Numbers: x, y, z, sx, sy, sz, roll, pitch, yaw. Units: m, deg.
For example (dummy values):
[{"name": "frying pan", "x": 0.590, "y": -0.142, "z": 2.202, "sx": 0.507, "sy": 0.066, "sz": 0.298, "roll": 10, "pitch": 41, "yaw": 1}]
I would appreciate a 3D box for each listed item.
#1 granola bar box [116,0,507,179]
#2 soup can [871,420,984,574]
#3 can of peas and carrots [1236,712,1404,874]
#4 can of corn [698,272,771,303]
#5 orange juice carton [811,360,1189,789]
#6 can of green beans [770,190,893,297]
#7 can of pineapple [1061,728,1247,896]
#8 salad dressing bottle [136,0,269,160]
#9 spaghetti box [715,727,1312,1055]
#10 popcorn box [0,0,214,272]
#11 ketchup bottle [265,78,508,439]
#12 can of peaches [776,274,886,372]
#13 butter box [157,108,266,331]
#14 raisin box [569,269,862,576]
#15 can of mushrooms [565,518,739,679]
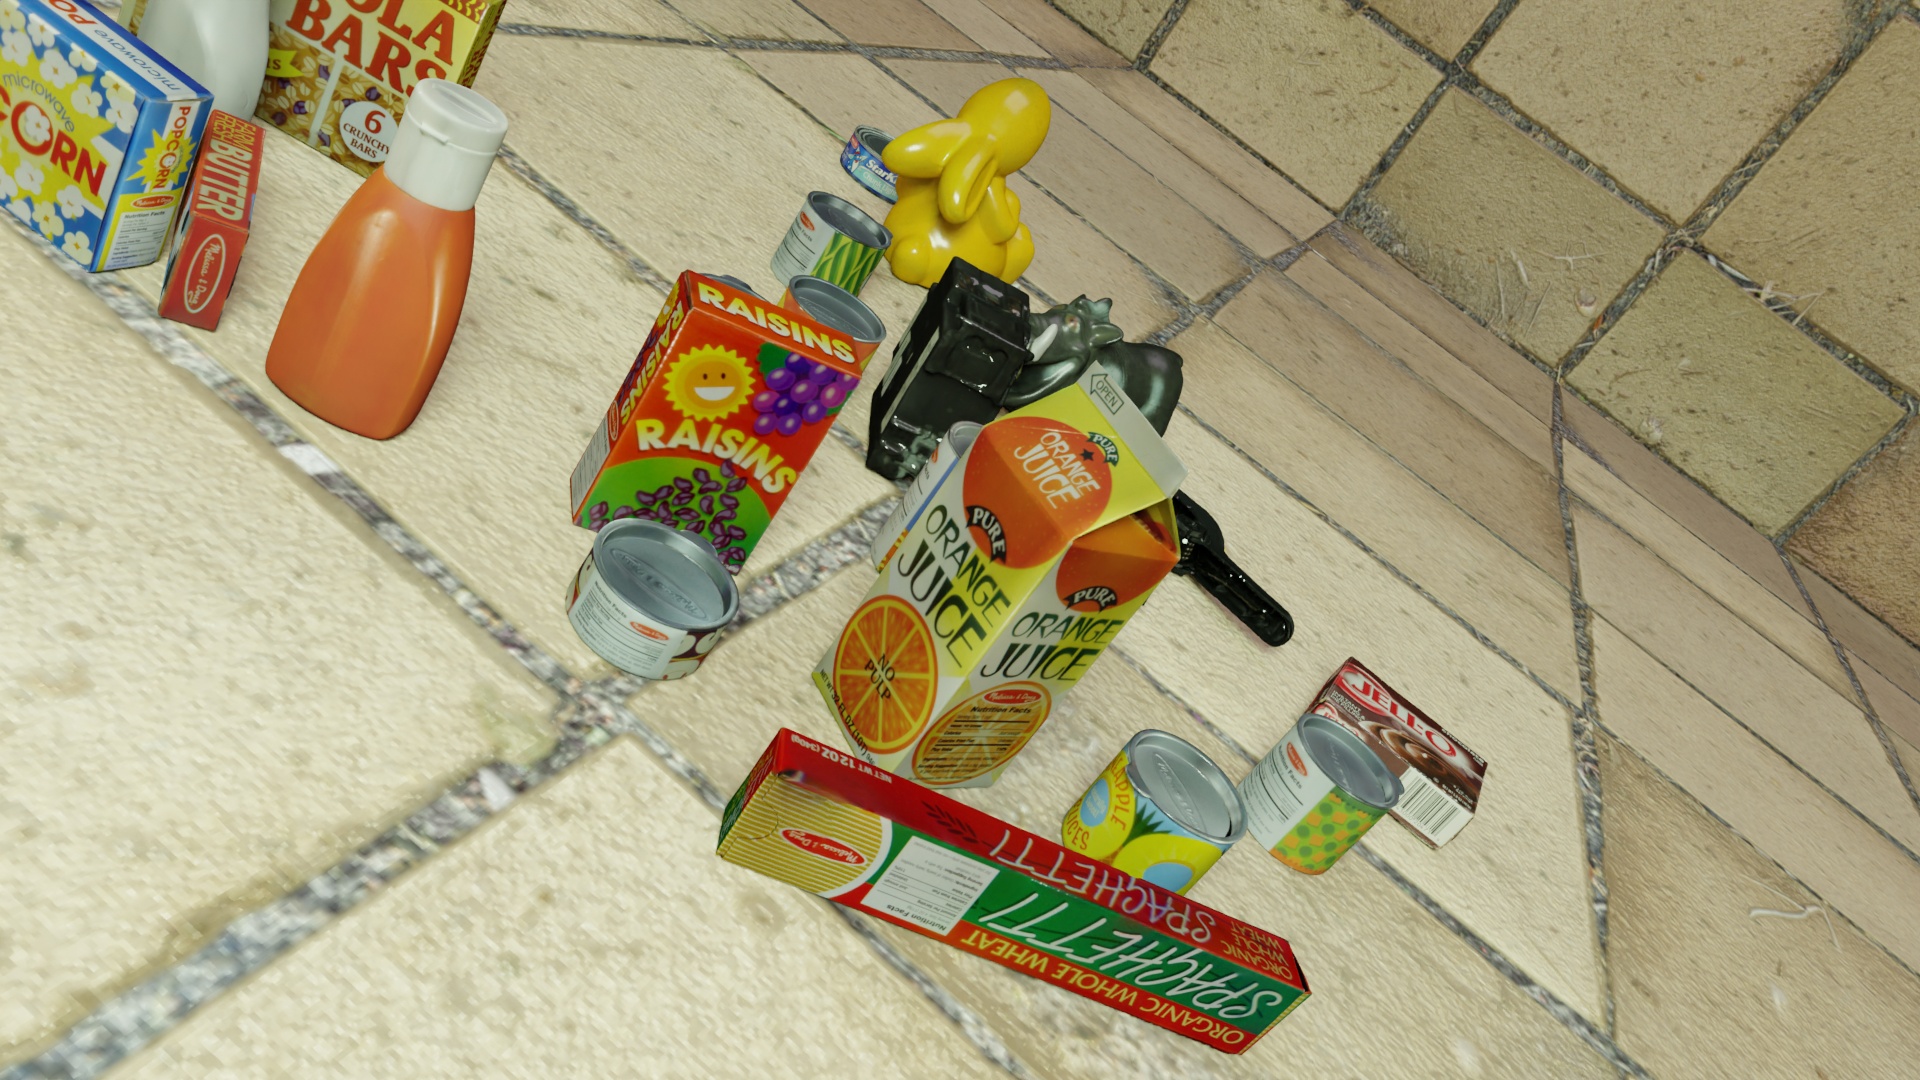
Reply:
[{"name": "granola bar box", "x": -0.341, "y": -0.278, "z": 0.733, "sx": 0.165, "sy": 0.123, "sz": 0.039, "roll": 30, "pitch": 27, "yaw": -12}, {"name": "soup can", "x": 0.003, "y": -0.009, "z": 0.740, "sx": 0.071, "sy": 0.083, "sz": 0.072, "roll": 28, "pitch": 27, "yaw": -16}, {"name": "can of peas and carrots", "x": 0.193, "y": 0.138, "z": 0.750, "sx": 0.071, "sy": 0.058, "sz": 0.071, "roll": 28, "pitch": 27, "yaw": -16}, {"name": "can of corn", "x": -0.134, "y": -0.105, "z": 0.766, "sx": 0.071, "sy": 0.058, "sz": 0.071, "roll": 28, "pitch": 27, "yaw": -16}, {"name": "orange juice carton", "x": 0.022, "y": 0.019, "z": 0.595, "sx": 0.073, "sy": 0.191, "sz": 0.072, "roll": 8, "pitch": 38, "yaw": -44}, {"name": "can of green beans", "x": -0.091, "y": -0.202, "z": 0.974, "sx": 0.071, "sy": 0.057, "sz": 0.071, "roll": 28, "pitch": 27, "yaw": -16}, {"name": "can of pineapple", "x": 0.087, "y": 0.130, "z": 0.640, "sx": 0.071, "sy": 0.057, "sz": 0.071, "roll": 28, "pitch": 27, "yaw": -16}, {"name": "salad dressing bottle", "x": -0.350, "y": -0.253, "z": 0.655, "sx": 0.064, "sy": 0.147, "sz": 0.044, "roll": 43, "pitch": 27, "yaw": 14}, {"name": "spaghetti box", "x": 0.026, "y": 0.145, "z": 0.553, "sx": 0.250, "sy": 0.050, "sz": 0.029, "roll": 26, "pitch": 28, "yaw": -18}, {"name": "popcorn box", "x": -0.381, "y": -0.182, "z": 0.573, "sx": 0.127, "sy": 0.085, "sz": 0.038, "roll": 37, "pitch": 26, "yaw": 2}, {"name": "ketchup bottle", "x": -0.230, "y": -0.114, "z": 0.567, "sx": 0.065, "sy": 0.148, "sz": 0.044, "roll": 31, "pitch": 26, "yaw": -9}, {"name": "can of peaches", "x": -0.088, "y": -0.117, "z": 0.839, "sx": 0.071, "sy": 0.057, "sz": 0.071, "roll": 28, "pitch": 27, "yaw": -16}, {"name": "butter box", "x": -0.326, "y": -0.142, "z": 0.606, "sx": 0.024, "sy": 0.053, "sz": 0.104, "roll": 17, "pitch": 32, "yaw": -33}, {"name": "raisin box", "x": -0.112, "y": -0.051, "z": 0.629, "sx": 0.086, "sy": 0.123, "sz": 0.040, "roll": 20, "pitch": 30, "yaw": -28}, {"name": "can of mushrooms", "x": -0.129, "y": 0.024, "z": 0.588, "sx": 0.071, "sy": 0.033, "sz": 0.071, "roll": 28, "pitch": 27, "yaw": -16}]
